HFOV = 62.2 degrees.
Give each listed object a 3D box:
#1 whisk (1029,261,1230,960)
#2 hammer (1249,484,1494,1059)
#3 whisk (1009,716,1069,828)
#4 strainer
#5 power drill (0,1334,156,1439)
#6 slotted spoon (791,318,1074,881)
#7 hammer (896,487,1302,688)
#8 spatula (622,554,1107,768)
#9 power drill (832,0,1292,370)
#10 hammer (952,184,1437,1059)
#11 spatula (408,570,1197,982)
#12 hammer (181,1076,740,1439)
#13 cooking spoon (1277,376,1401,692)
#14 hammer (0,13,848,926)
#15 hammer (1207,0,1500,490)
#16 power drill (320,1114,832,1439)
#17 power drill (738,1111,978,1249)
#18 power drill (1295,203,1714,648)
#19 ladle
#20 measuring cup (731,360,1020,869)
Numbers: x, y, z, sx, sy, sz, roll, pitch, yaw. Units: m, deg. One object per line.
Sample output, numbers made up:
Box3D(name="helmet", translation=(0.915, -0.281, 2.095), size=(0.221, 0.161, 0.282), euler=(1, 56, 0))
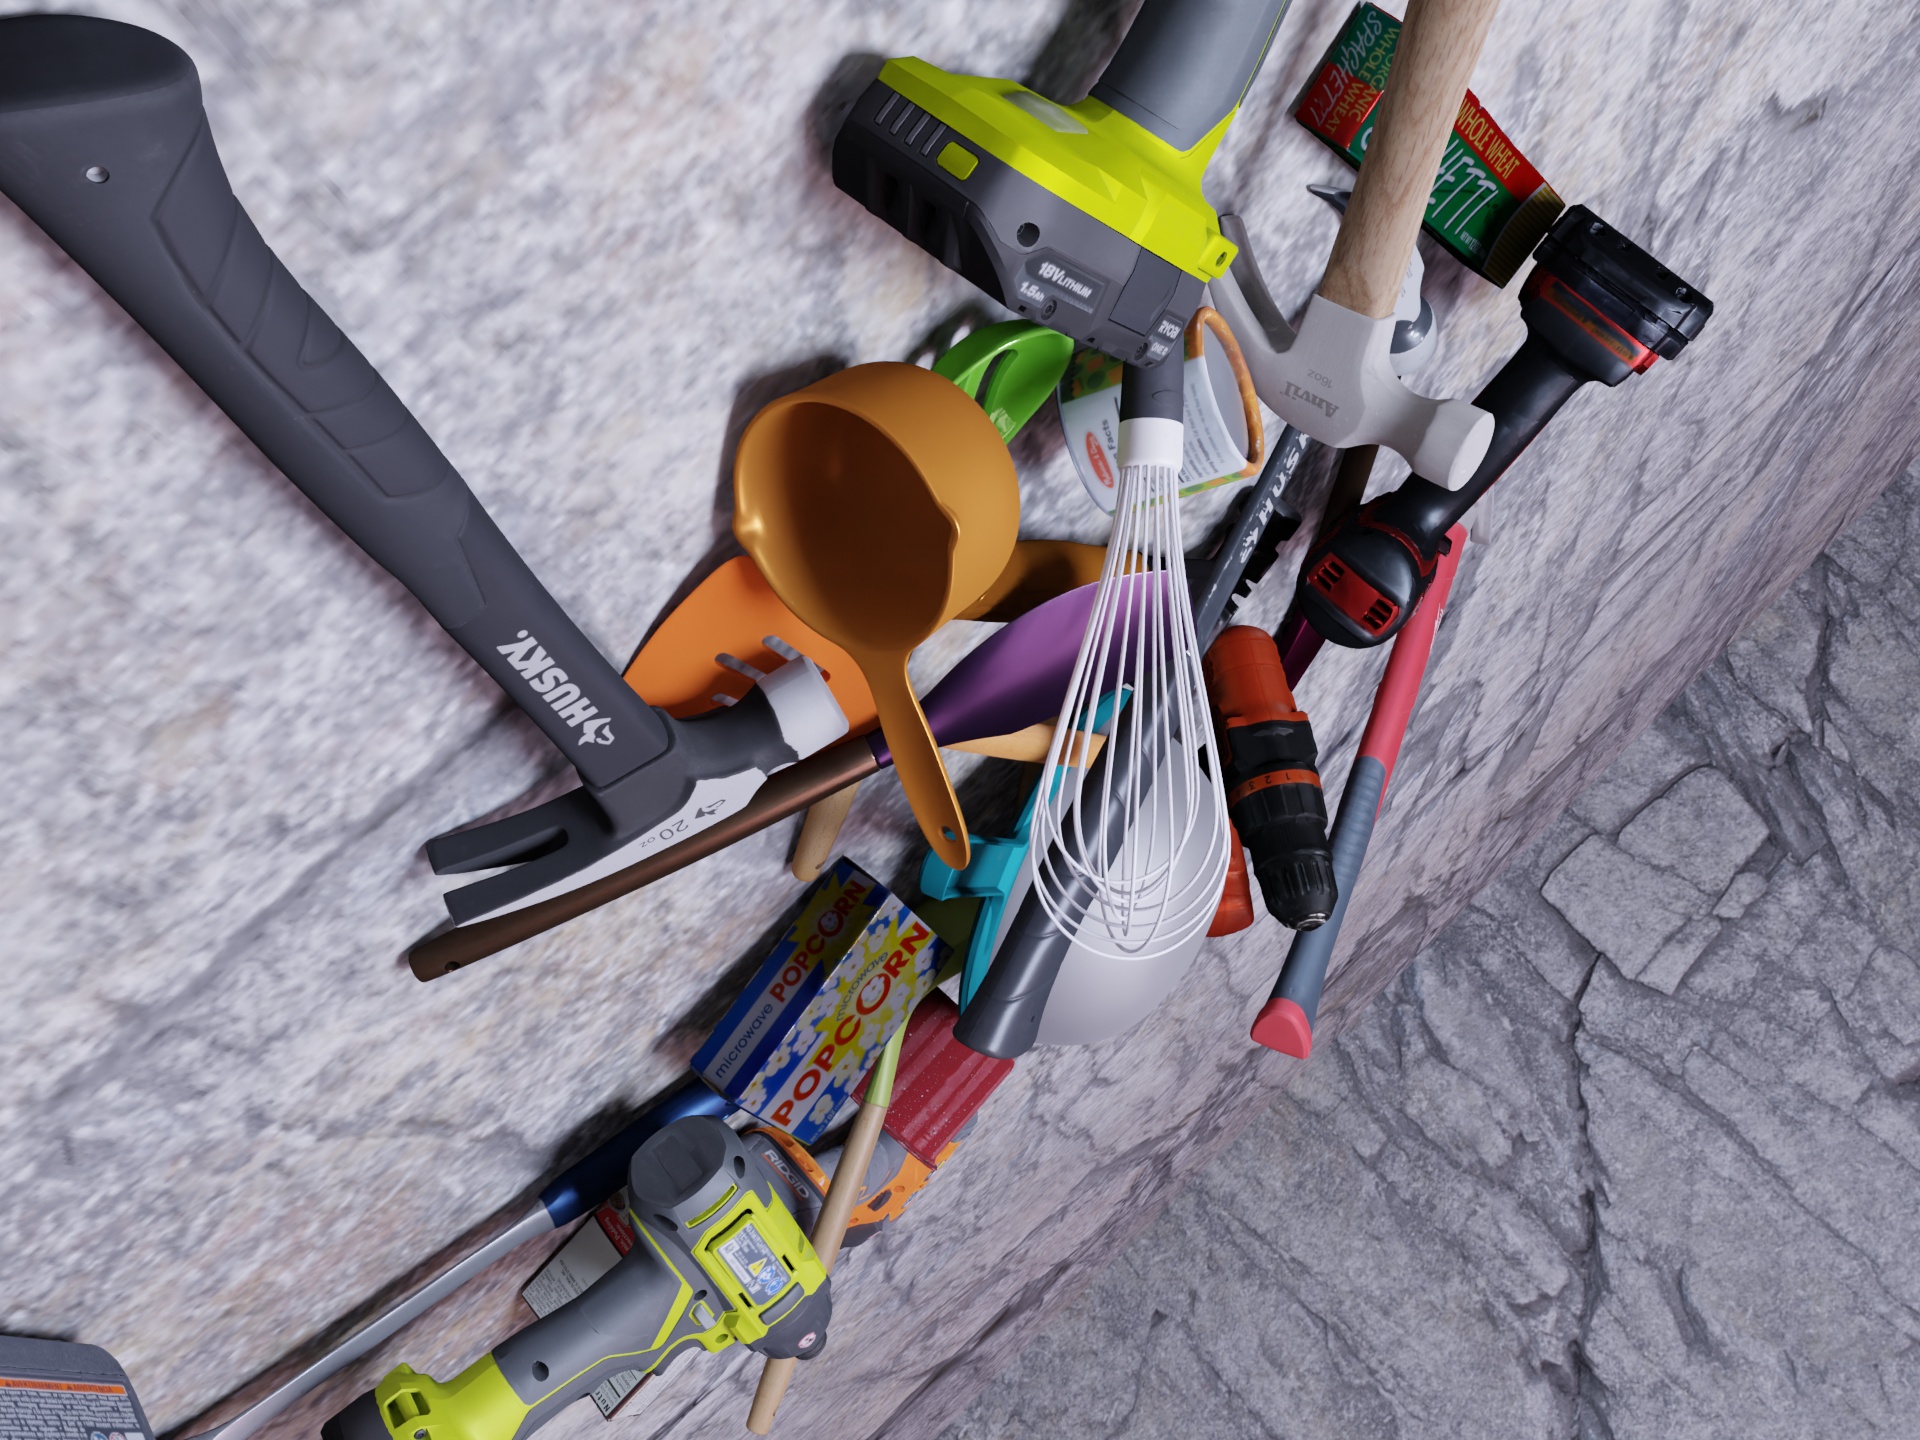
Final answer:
Box3D(name="whisk", translation=(0.064, -0.061, 0.543), size=(0.070, 0.070, 0.284), euler=(11, 82, -62))
Box3D(name="hammer", translation=(0.261, 0.023, 0.992), size=(0.386, 0.038, 0.143), euler=(-69, 158, -8))
Box3D(name="whisk", translation=(0.034, 0.086, 0.914), size=(0.047, 0.051, 0.244), euler=(-25, 146, -27))
Box3D(name="strainer", translation=(0.070, 0.089, 0.801), size=(0.211, 0.095, 0.340), euler=(-68, 163, 1))
Box3D(name="power drill", translation=(-0.400, 0.294, 0.500), size=(0.226, 0.084, 0.185), euler=(-38, 154, -7))
Box3D(name="slotted spoon", translation=(-0.028, -0.034, 0.641), size=(0.070, 0.031, 0.313), euler=(-24, 150, -39))
Box3D(name="hammer", translation=(0.062, -0.055, 0.701), size=(0.127, 0.034, 0.336), euler=(-56, 160, 18))
Box3D(name="spatula", translation=(-0.001, -0.002, 0.667), size=(0.081, 0.041, 0.322), euler=(-46, 152, 22))
Box3D(name="power drill", translation=(0.063, -0.222, 0.430), size=(0.190, 0.080, 0.228), euler=(-1, 128, -59))
Box3D(name="hammer", translation=(0.103, -0.041, 0.689), size=(0.409, 0.036, 0.149), euler=(-62, 153, -7))
Box3D(name="spatula", translation=(-0.056, 0.021, 0.585), size=(0.316, 0.018, 0.059), euler=(-26, 138, -3))
Box3D(name="hammer", translation=(-0.211, 0.245, 0.775), size=(0.405, 0.035, 0.144), euler=(-31, 153, -29))
Box3D(name="cooking spoon", translation=(0.217, -0.097, 0.946), size=(0.069, 0.017, 0.318), euler=(-40, 157, -23))
Box3D(name="hammer", translation=(-0.139, -0.040, 0.420), size=(0.146, 0.035, 0.334), euler=(-30, 151, -3))
Box3D(name="hammer", translation=(0.165, -0.250, 0.531), size=(0.031, 0.130, 0.331), euler=(-27, 140, -44))
Box3D(name="power drill", translation=(-0.168, 0.314, 0.761), size=(0.223, 0.080, 0.171), euler=(-37, 129, -18))
Box3D(name="power drill", translation=(-0.094, 0.312, 1.018), size=(0.164, 0.084, 0.226), euler=(-54, 159, 19))
Box3D(name="power drill", translation=(0.263, -0.142, 0.804), size=(0.226, 0.080, 0.188), euler=(-53, 173, 26))
Box3D(name="ladle", translation=(-0.045, 0.241, 0.877), size=(0.320, 0.062, 0.078), euler=(-70, 161, -5))
Box3D(name="measuring cup", translation=(-0.012, -0.034, 0.528), size=(0.052, 0.095, 0.173), euler=(-41, 124, -41))
